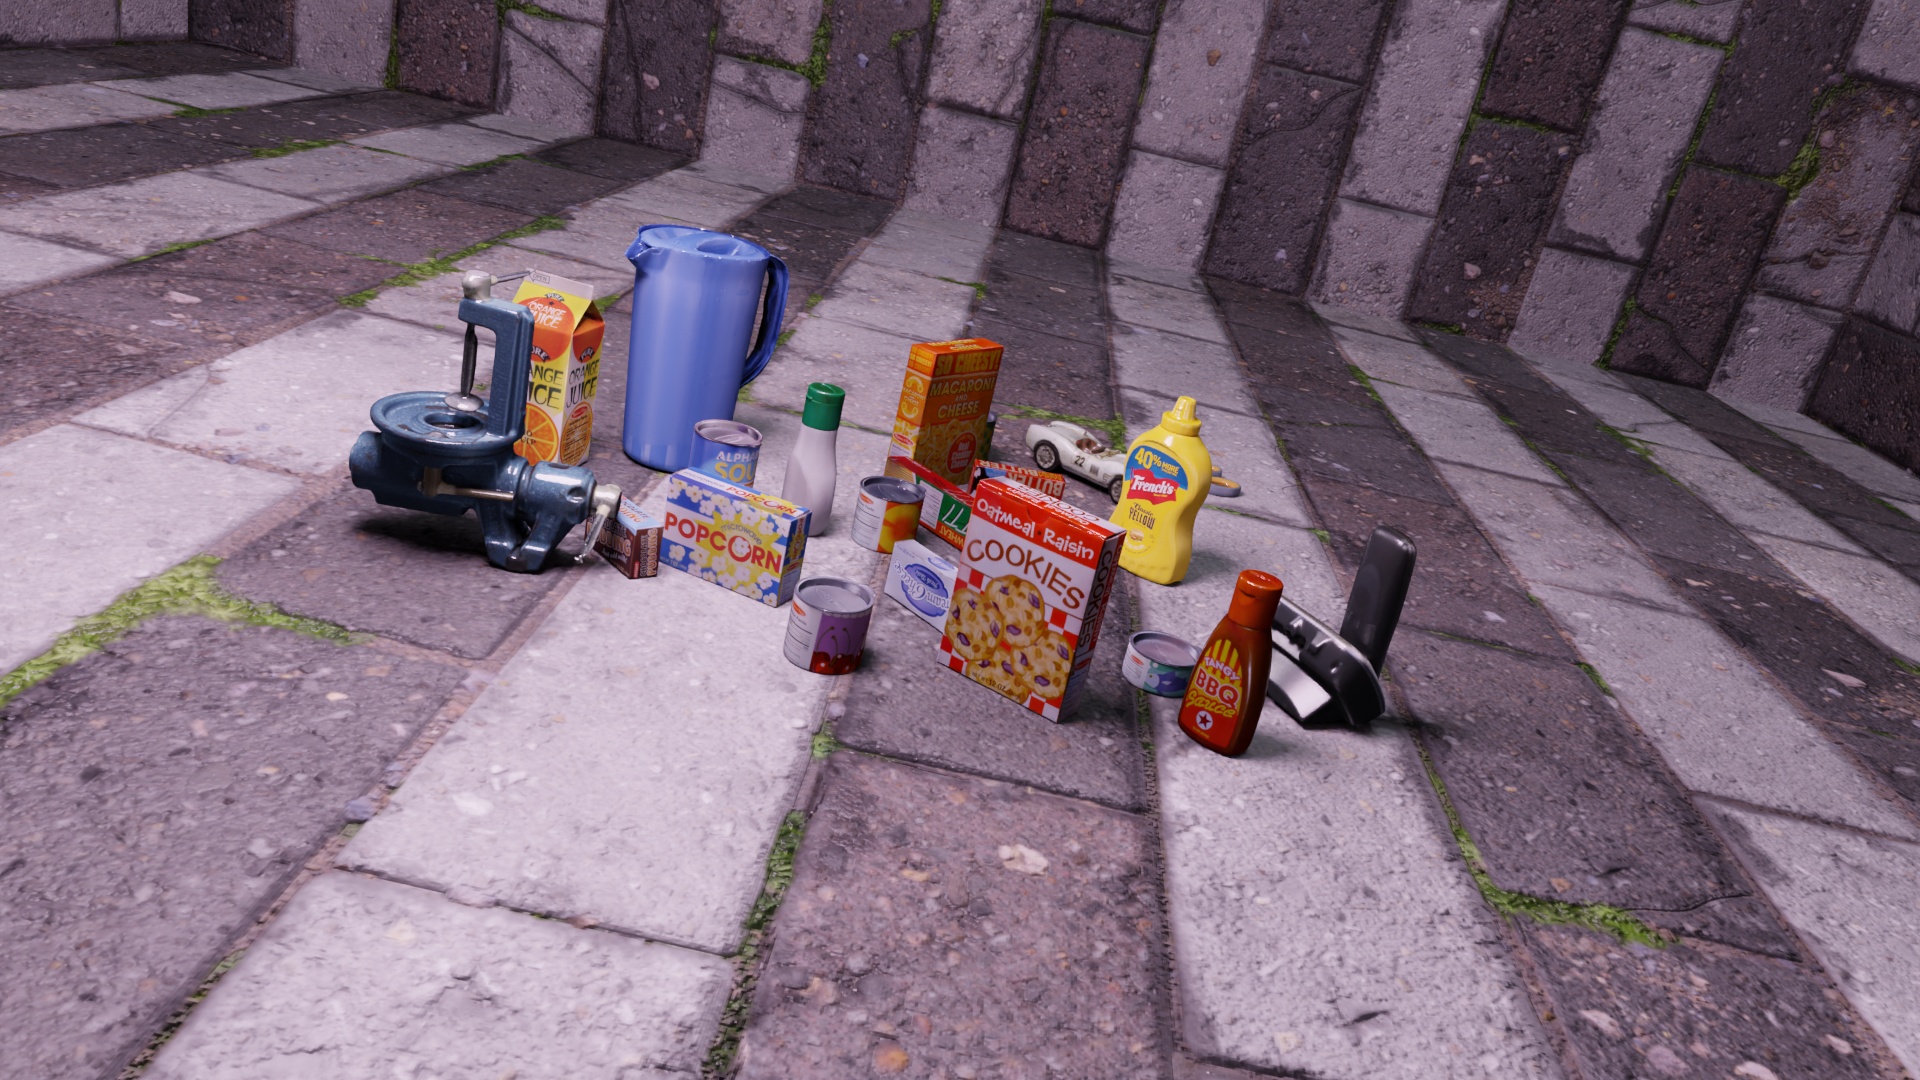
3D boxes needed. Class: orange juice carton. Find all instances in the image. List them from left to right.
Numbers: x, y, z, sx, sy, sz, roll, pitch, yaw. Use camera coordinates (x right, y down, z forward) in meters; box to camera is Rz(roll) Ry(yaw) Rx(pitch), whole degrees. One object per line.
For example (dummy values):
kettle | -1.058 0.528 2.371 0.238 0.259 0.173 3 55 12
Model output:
orange juice carton | -0.402 -0.165 1.357 0.072 0.191 0.073 16 21 7

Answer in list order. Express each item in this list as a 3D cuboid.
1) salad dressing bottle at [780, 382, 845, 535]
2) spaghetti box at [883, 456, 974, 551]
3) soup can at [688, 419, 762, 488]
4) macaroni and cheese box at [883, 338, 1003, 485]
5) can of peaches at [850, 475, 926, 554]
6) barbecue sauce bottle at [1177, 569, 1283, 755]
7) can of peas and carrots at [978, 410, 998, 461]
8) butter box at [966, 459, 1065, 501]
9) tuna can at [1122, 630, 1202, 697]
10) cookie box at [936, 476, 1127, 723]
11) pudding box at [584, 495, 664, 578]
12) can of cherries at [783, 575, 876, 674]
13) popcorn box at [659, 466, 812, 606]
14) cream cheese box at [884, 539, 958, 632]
salad dressing bottle | -0.143 -0.079 1.355 0.044 0.147 0.064 -2 26 -34
spaghetti box | 0.005 -0.018 1.420 0.029 0.050 0.250 -7 29 -42
soup can | -0.232 -0.067 1.361 0.071 0.083 0.071 11 21 -4
macaroni and cheese box | -0.020 -0.140 1.549 0.040 0.165 0.124 27 25 32
can of peaches | -0.071 -0.026 1.385 0.071 0.057 0.071 11 21 -4
barbecue sauce bottle | 0.224 0.097 1.128 0.044 0.148 0.065 -9 30 -44
can of peas and carrots | 0.008 -0.128 1.683 0.071 0.058 0.071 11 21 -4
butter box | 0.060 -0.054 1.536 0.103 0.053 0.024 10 21 -9
tuna can | 0.180 0.109 1.230 0.071 0.032 0.071 11 21 -4
cookie box | 0.055 0.047 1.130 0.123 0.166 0.040 25 24 28
pudding box | -0.296 -0.006 1.220 0.030 0.049 0.084 -8 30 -43
can of cherries | -0.105 0.069 1.132 0.071 0.058 0.072 11 21 -4
popcorn box | -0.200 -0.004 1.222 0.127 0.085 0.038 20 22 17
cream cheese box | -0.023 0.044 1.245 0.024 0.053 0.104 -8 30 -43
